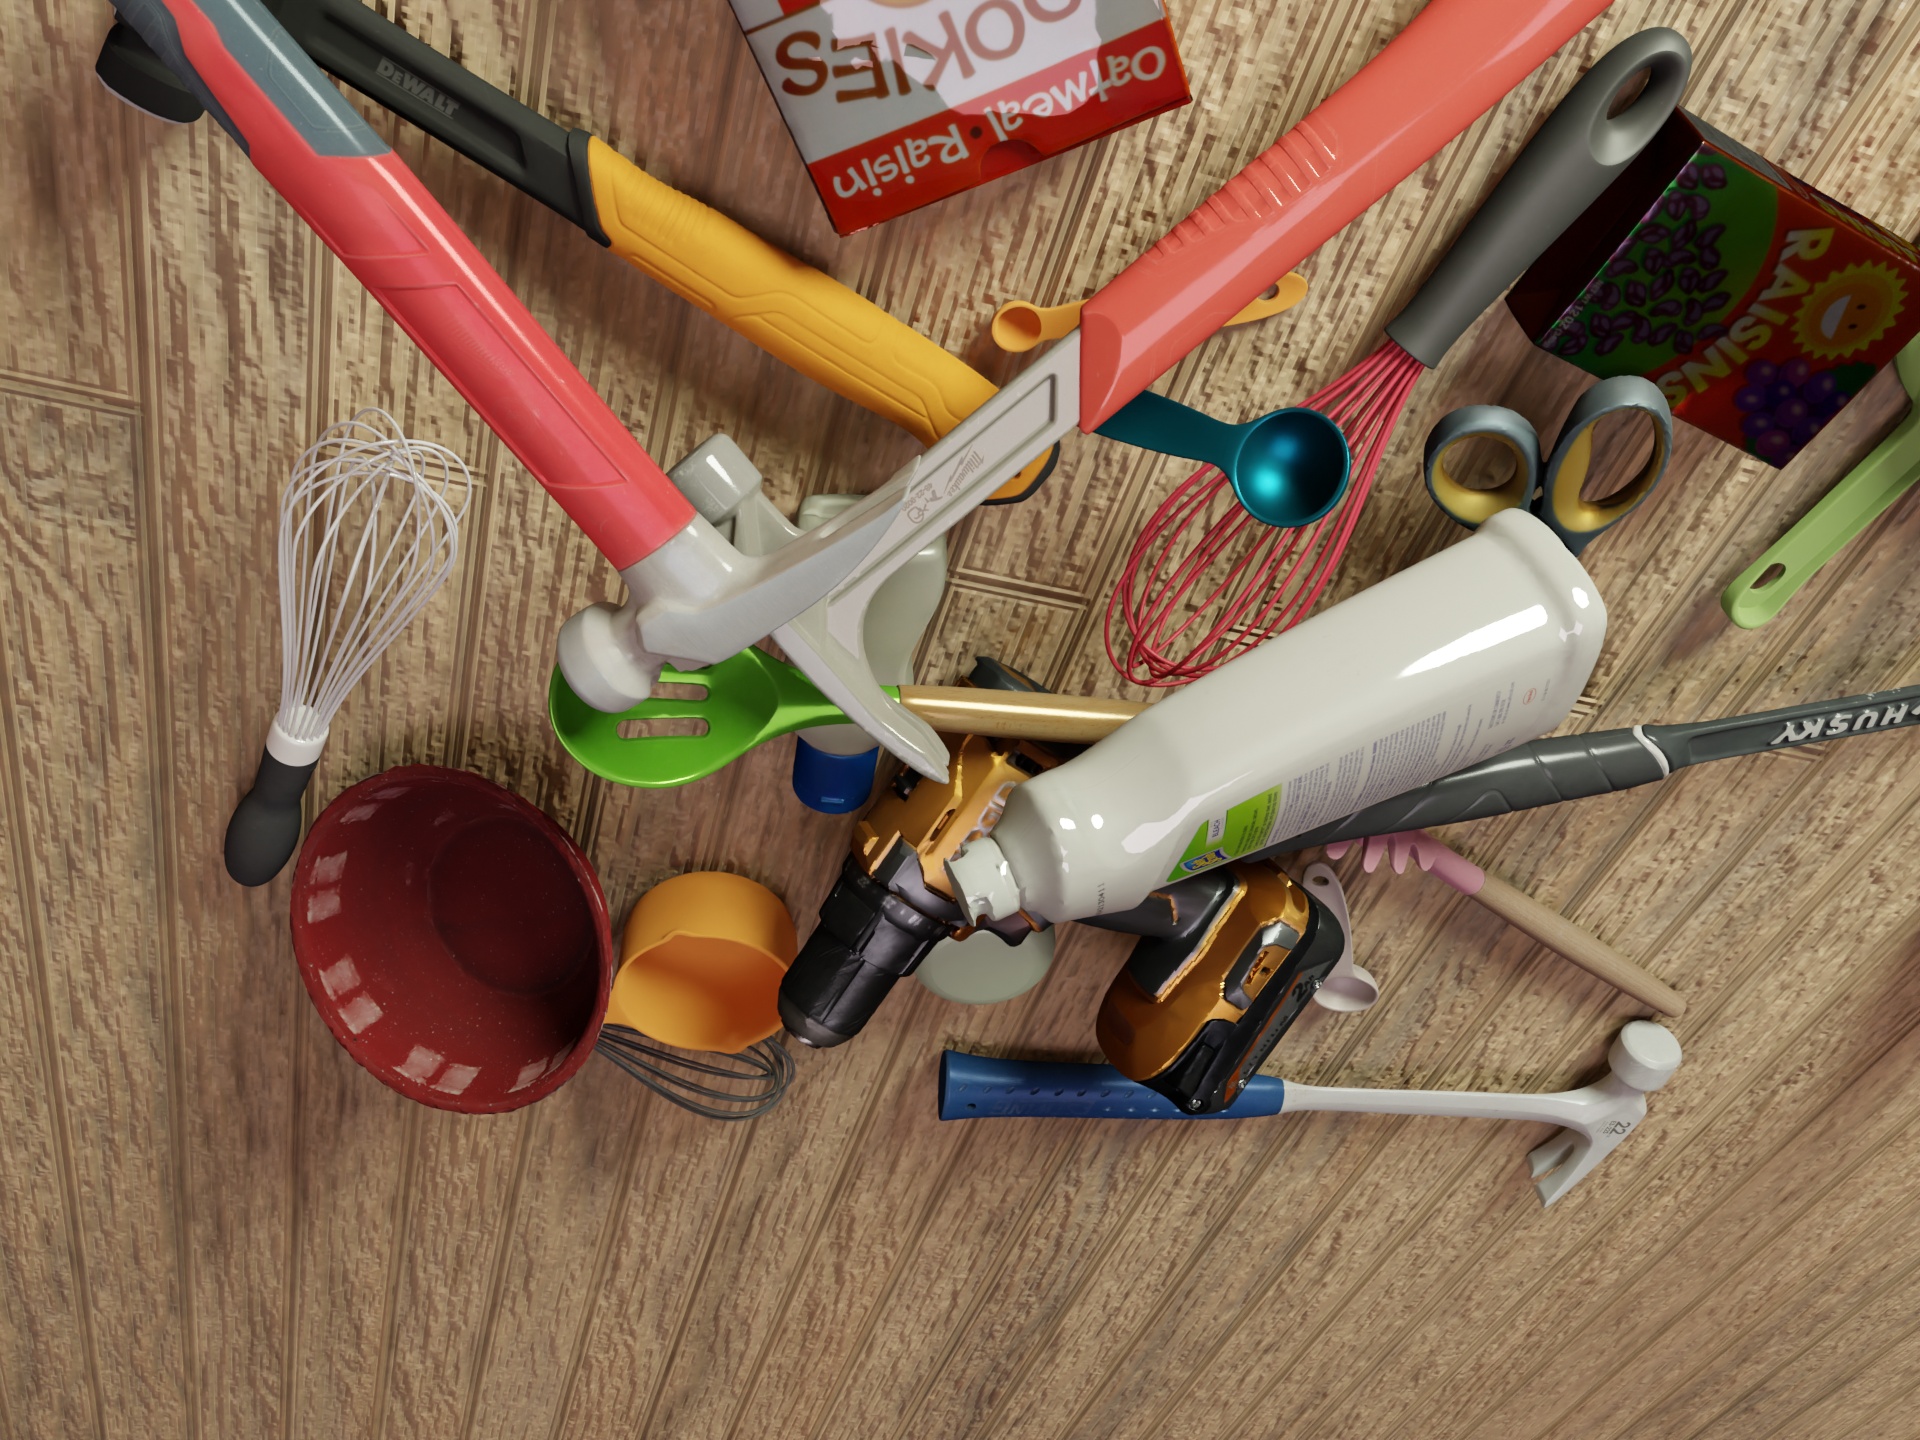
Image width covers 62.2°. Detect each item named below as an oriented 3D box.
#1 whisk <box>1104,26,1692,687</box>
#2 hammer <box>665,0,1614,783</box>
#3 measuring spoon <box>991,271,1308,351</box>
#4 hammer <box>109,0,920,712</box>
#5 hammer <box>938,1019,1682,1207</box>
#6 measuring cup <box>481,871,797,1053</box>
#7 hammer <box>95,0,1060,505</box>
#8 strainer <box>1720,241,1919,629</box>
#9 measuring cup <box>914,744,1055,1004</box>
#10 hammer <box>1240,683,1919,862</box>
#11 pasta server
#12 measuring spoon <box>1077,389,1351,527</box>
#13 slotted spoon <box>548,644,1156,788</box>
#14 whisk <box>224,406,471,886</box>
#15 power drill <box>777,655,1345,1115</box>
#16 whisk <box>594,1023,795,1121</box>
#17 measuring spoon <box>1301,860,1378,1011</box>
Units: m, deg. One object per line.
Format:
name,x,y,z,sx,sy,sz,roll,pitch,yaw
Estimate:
whisk,0.152,-0.121,0.585,0.073,0.073,0.295,26,119,-24
hammer,0.076,-0.133,0.531,0.359,0.037,0.149,-38,107,14
measuring spoon,0.069,-0.152,0.581,0.117,0.011,0.021,-8,133,-1
hammer,-0.175,-0.172,0.460,0.143,0.038,0.386,-28,116,25
hammer,0.189,0.218,0.901,0.405,0.035,0.144,4,131,-7
measuring cup,-0.164,0.121,0.782,0.173,0.052,0.095,-9,132,7
hammer,-0.098,-0.172,0.534,0.336,0.034,0.127,28,126,-26
strainer,0.397,-0.114,0.594,0.151,0.069,0.256,23,125,-22
measuring cup,0.010,0.076,0.759,0.083,0.038,0.167,-2,133,-2
hammer,0.319,0.013,0.697,0.409,0.036,0.149,-10,134,-4
pasta server,0.270,0.098,0.798,0.316,0.060,0.040,29,88,-29
measuring spoon,0.083,-0.104,0.579,0.021,0.129,0.042,5,107,-61
slotted spoon,-0.001,-0.002,0.626,0.313,0.031,0.070,4,97,-16
whisk,-0.265,-0.013,0.653,0.070,0.070,0.284,20,132,-20
power drill,0.043,0.100,0.722,0.226,0.084,0.185,33,96,-27
whisk,-0.198,0.156,0.817,0.239,0.055,0.055,21,128,-15
measuring spoon,0.191,0.108,0.812,0.034,0.018,0.124,-5,134,19
